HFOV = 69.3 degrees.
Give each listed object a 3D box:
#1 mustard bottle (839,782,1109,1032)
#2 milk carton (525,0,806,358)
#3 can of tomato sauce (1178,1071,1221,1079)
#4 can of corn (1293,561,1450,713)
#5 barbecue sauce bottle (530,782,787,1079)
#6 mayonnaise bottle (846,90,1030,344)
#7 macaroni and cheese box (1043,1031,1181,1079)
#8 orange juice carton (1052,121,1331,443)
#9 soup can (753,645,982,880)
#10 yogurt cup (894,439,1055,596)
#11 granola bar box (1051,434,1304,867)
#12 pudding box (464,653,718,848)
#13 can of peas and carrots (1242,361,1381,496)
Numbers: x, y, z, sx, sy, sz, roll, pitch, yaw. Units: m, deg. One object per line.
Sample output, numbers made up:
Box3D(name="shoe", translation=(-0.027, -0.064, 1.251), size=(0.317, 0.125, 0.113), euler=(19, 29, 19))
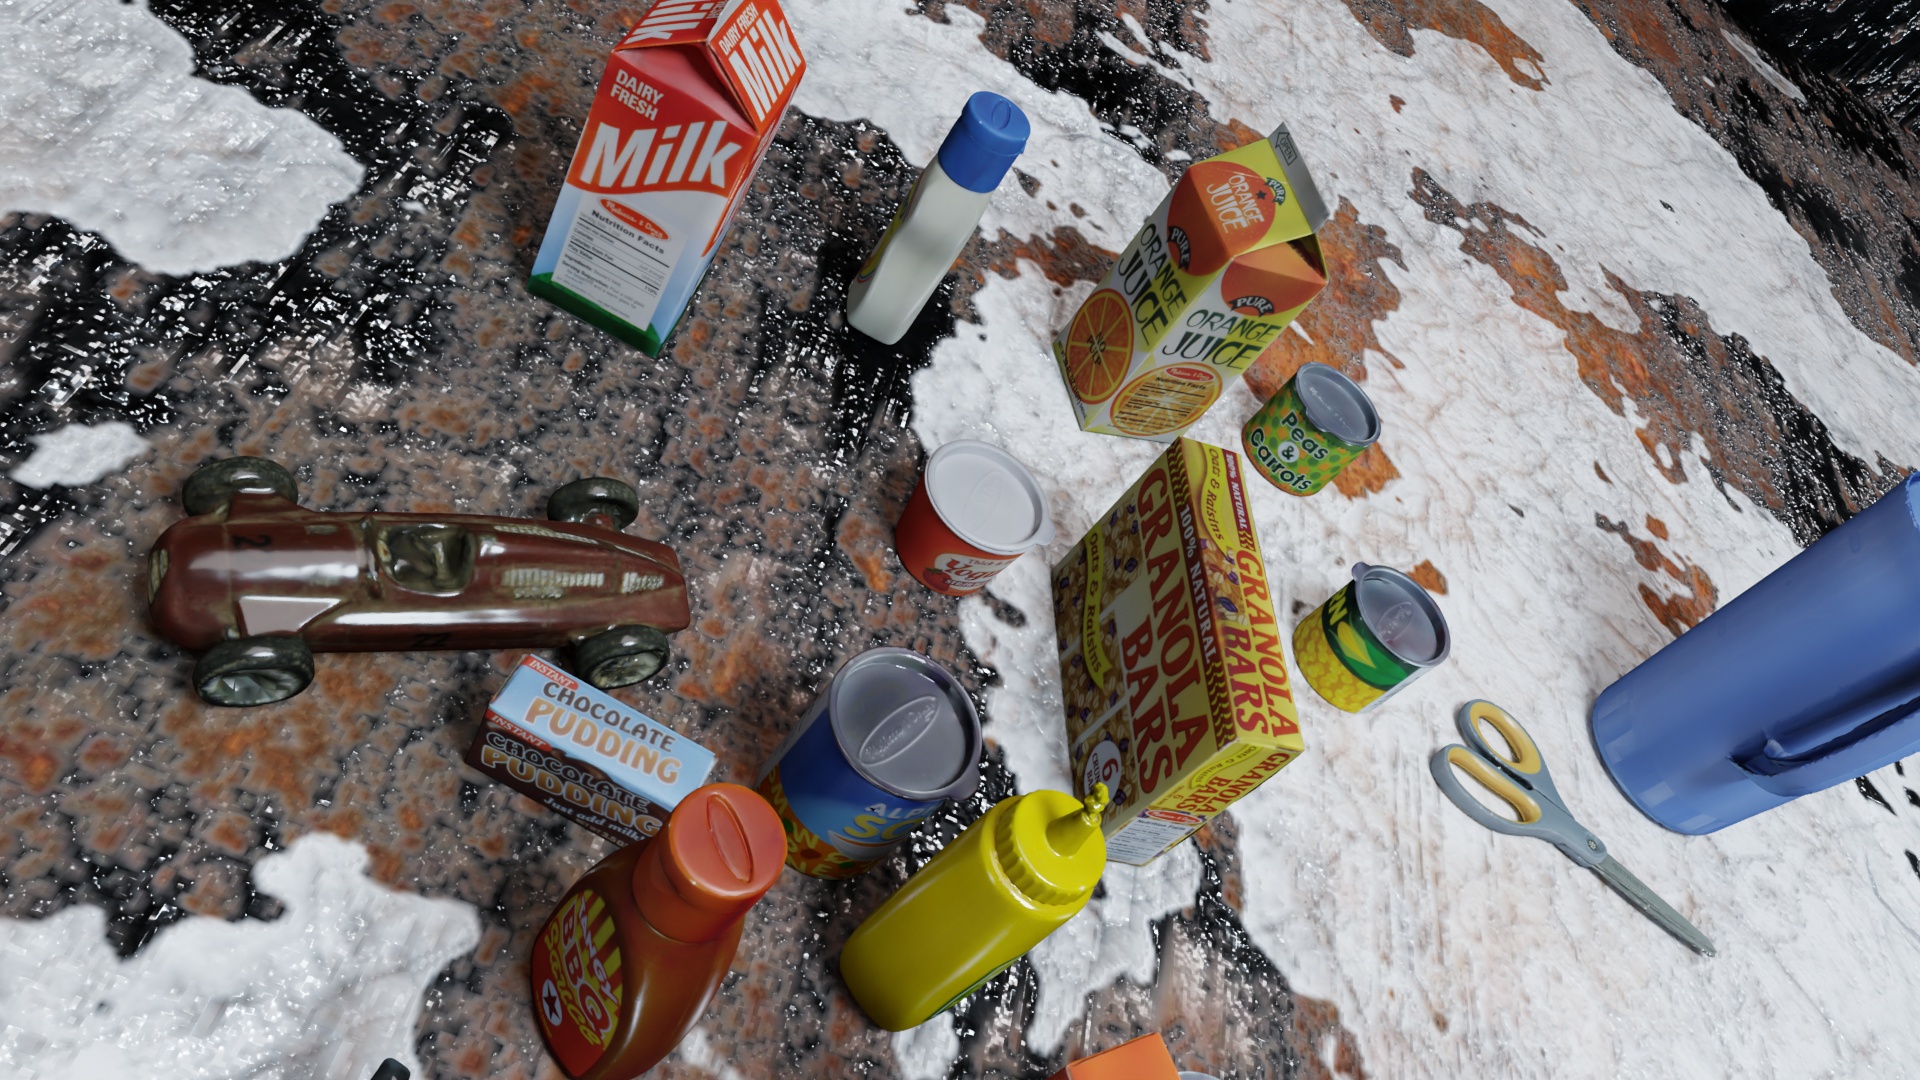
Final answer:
Box3D(name="mustard bottle", translation=(0.011, 0.131, 0.511), size=(0.065, 0.159, 0.049), euler=(-27, 73, -44))
Box3D(name="milk carton", translation=(-0.132, -0.183, 0.648), size=(0.073, 0.189, 0.073), euler=(29, 45, -11))
Box3D(name="can of tomato sauce", translation=(0.070, 0.242, 0.516), size=(0.071, 0.082, 0.071), euler=(18, 48, -21))
Box3D(name="can of corn", translation=(0.231, 0.055, 0.789), size=(0.071, 0.058, 0.071), euler=(18, 48, -21))
Box3D(name="barbecue sauce bottle", translation=(-0.099, 0.126, 0.451), size=(0.044, 0.147, 0.065), euler=(-8, 61, -37))
Box3D(name="mayonnaise bottle", translation=(-0.013, -0.174, 0.749), size=(0.041, 0.147, 0.065), euler=(27, 45, -13))
Box3D(name="macaroni and cheese box", translation=(0.029, 0.241, 0.430), size=(0.040, 0.165, 0.124), euler=(-6, 60, -37))
Box3D(name="orange juice carton", translation=(0.138, -0.142, 0.790), size=(0.073, 0.191, 0.072), euler=(5, 53, -30))
Box3D(name="soup can", translation=(-0.038, 0.094, 0.563), size=(0.071, 0.083, 0.072), euler=(18, 48, -21))
Box3D(name="yogurt cup", translation=(0.002, -0.009, 0.694), size=(0.072, 0.053, 0.073), euler=(18, 48, -21))
Box3D(name="granola bar box", translation=(0.096, 0.052, 0.656), size=(0.039, 0.123, 0.166), euler=(16, 49, -23))
Box3D(name="pudding box", translation=(-0.140, 0.083, 0.529), size=(0.084, 0.049, 0.030), euler=(31, 45, -8))
Box3D(name="can of peas and carrots", translation=(0.221, -0.069, 0.882), size=(0.071, 0.058, 0.071), euler=(18, 48, -21))
